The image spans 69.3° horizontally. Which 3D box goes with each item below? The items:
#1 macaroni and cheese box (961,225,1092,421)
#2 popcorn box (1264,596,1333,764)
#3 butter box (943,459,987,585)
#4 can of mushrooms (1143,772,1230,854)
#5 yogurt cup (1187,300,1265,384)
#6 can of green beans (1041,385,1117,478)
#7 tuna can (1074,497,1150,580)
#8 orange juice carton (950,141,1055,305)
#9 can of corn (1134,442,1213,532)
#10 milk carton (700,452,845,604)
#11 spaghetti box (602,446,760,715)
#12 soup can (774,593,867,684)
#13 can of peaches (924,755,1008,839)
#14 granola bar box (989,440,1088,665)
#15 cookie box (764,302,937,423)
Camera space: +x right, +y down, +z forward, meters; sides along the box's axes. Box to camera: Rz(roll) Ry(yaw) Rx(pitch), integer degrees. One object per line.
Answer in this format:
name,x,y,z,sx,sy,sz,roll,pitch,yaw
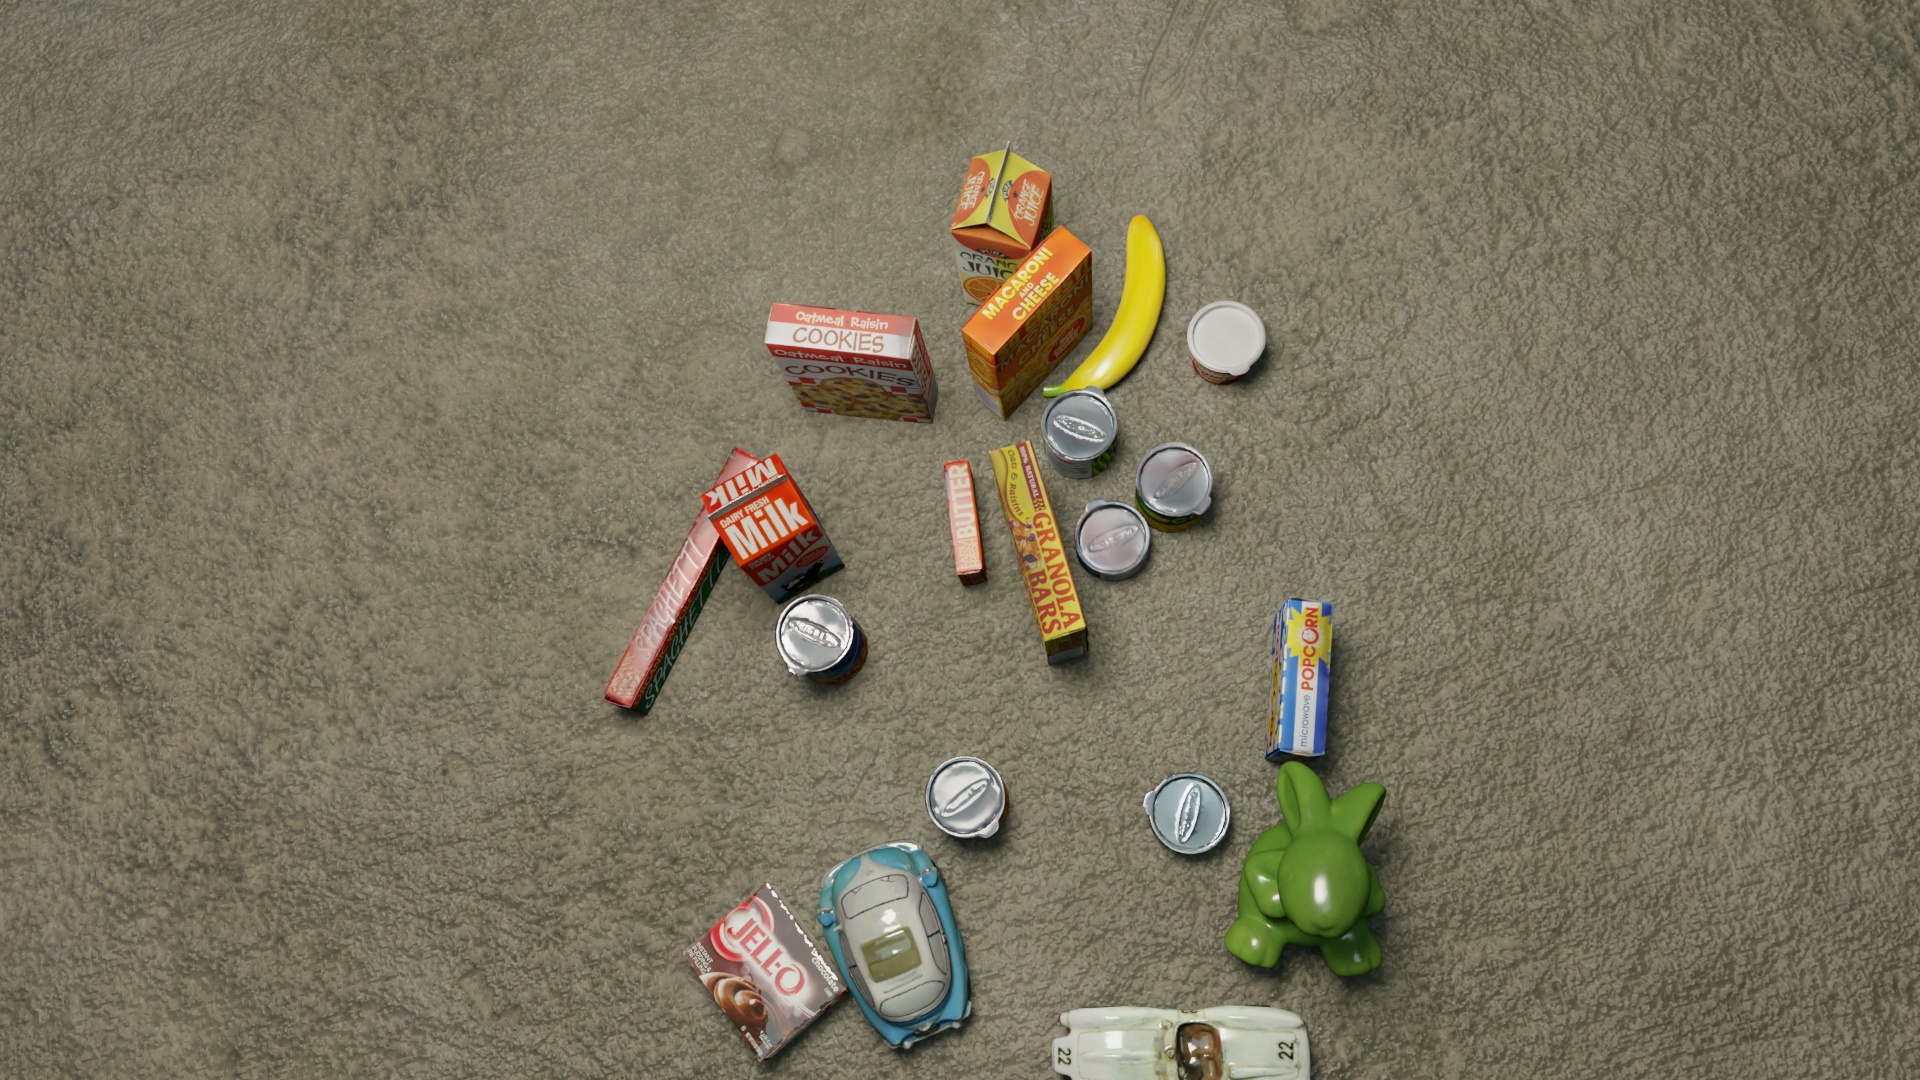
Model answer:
macaroni and cheese box,0.060,-0.184,1.204,0.040,0.166,0.124,41,83,13
popcorn box,0.278,0.118,1.145,0.038,0.085,0.127,6,76,7
butter box,0.004,-0.015,1.223,0.024,0.053,0.104,-8,75,3
can of mushrooms,0.187,0.226,1.152,0.071,0.033,0.071,-1,75,5
yogurt cup,0.236,-0.174,1.243,0.072,0.054,0.072,-1,75,5
can of green beans,0.106,-0.094,1.232,0.071,0.057,0.071,-1,75,5
tuna can,0.132,-0.001,1.218,0.071,0.032,0.071,-1,75,5
orange juice carton,0.039,-0.270,1.215,0.073,0.192,0.072,14,78,9
can of corn,0.187,-0.043,1.211,0.071,0.058,0.071,-1,75,5
milk carton,-0.158,-0.012,1.166,0.072,0.190,0.073,-30,75,-3
spaghetti box,-0.241,0.037,1.233,0.029,0.050,0.250,23,78,11
soup can,-0.119,0.089,1.190,0.071,0.083,0.071,-1,75,5
can of peaches,0.007,0.217,1.158,0.071,0.058,0.071,-1,75,5
granola bar box,0.068,0.013,1.173,0.039,0.124,0.166,-16,74,1
cookie box,-0.090,-0.152,1.209,0.123,0.167,0.040,7,77,7
